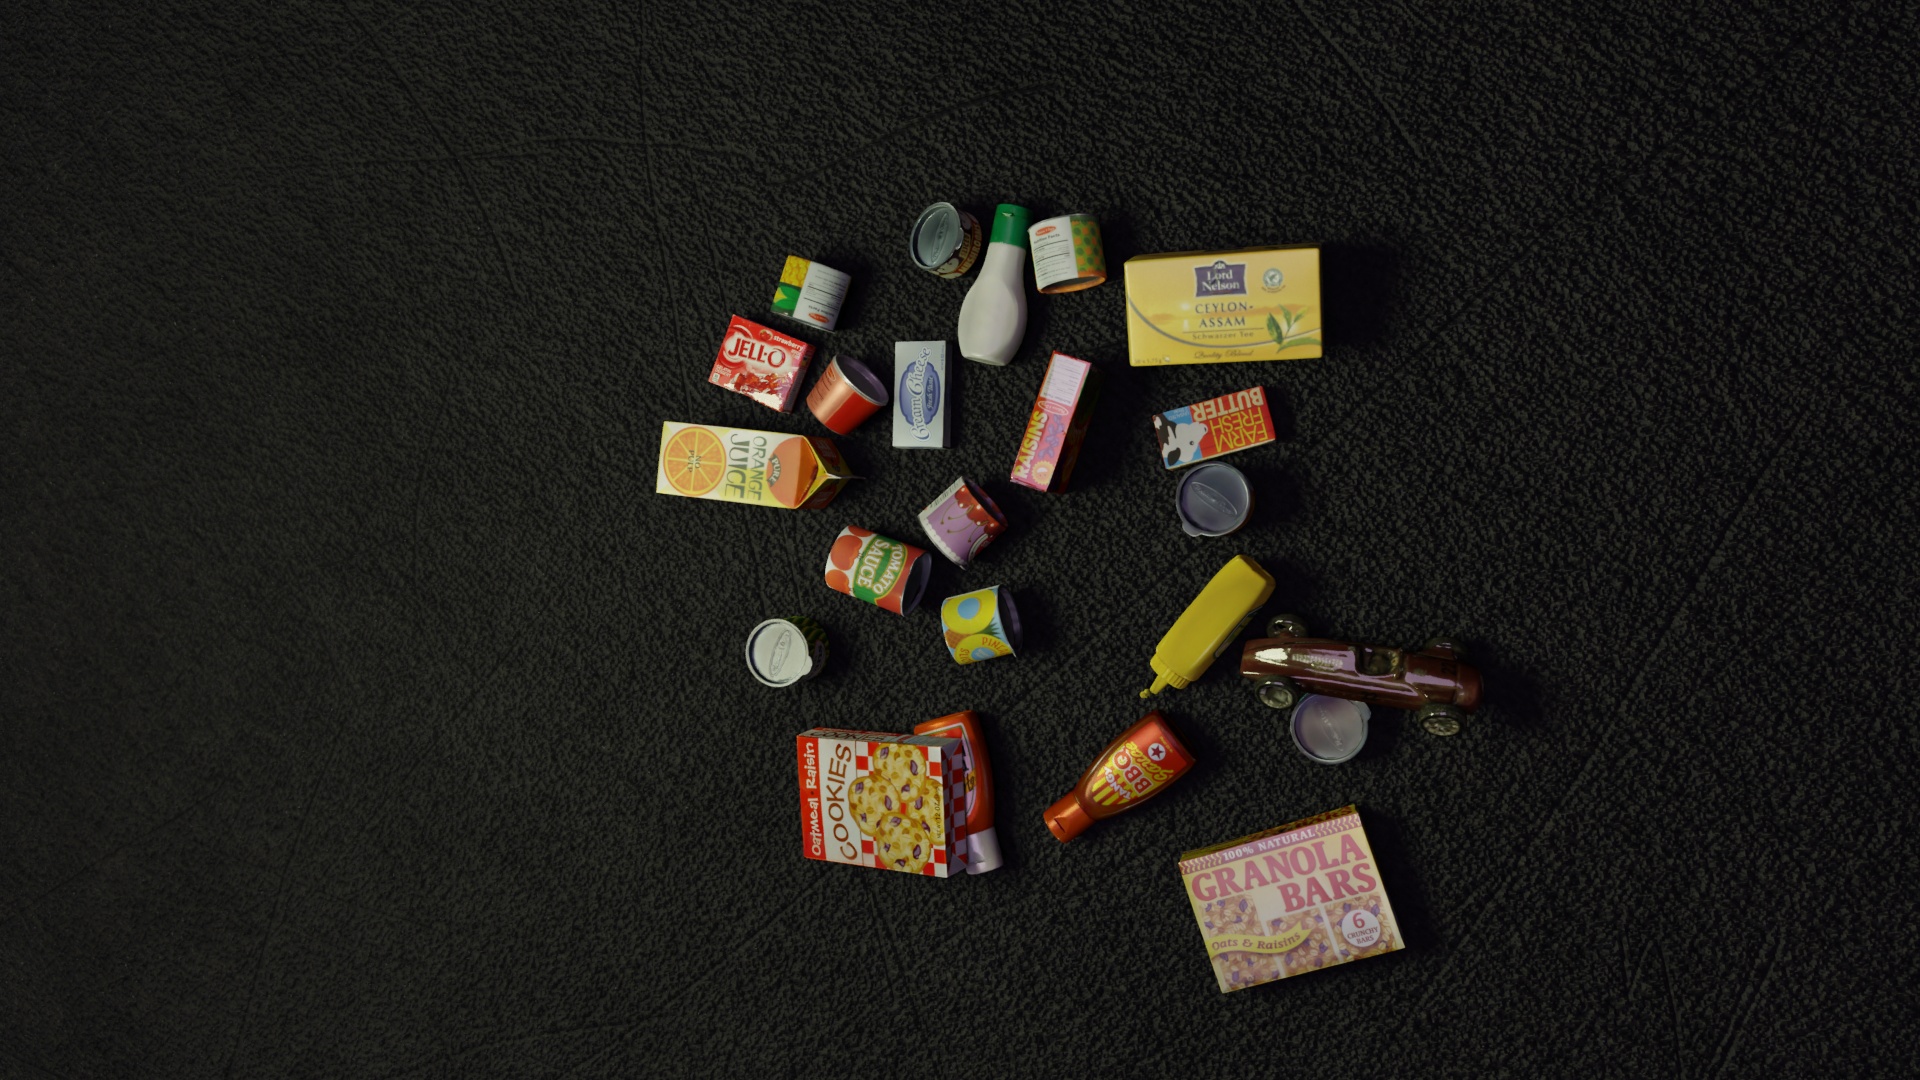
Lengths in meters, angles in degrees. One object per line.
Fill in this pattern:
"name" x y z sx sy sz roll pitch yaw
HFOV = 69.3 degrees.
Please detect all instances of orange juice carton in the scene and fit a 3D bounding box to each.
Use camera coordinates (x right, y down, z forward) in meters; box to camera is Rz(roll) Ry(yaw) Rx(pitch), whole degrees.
"orange juice carton" -0.194 -0.071 1.364 0.193 0.072 0.073 7 93 16

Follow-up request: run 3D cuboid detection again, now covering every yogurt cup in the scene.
"yogurt cup" -0.112 -0.139 1.346 0.053 0.072 0.072 -45 78 20

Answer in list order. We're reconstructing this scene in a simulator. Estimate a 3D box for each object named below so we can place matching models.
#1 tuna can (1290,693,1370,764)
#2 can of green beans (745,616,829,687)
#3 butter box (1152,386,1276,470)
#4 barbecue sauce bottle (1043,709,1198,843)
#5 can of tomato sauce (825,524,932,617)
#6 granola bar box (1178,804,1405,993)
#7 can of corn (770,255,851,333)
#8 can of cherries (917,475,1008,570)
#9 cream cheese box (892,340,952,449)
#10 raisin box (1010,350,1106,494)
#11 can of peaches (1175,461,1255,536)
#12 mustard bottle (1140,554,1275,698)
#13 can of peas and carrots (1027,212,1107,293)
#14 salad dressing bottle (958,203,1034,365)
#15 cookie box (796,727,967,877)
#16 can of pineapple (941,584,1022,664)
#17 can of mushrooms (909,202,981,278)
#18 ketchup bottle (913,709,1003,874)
"tuna can" 0.329 0.162 1.231 0.071 0.033 0.071 0 90 16
"can of green beans" -0.169 0.108 1.362 0.071 0.058 0.071 0 90 16
"butter box" 0.232 -0.102 1.265 0.103 0.024 0.053 -15 86 16
"barbecue sauce bottle" 0.144 0.222 1.279 0.148 0.044 0.065 -40 80 13
"can of tomato sauce" -0.079 0.028 1.331 0.083 0.071 0.071 20 95 16
"granola bar box" 0.294 0.319 1.237 0.165 0.039 0.124 -20 85 15
"can of corn" -0.147 -0.241 1.356 0.071 0.071 0.058 20 95 15
"can of cherries" 0.005 -0.016 1.310 0.058 0.071 0.071 -42 79 11
"cream cheese box" -0.037 -0.140 1.344 0.053 0.024 0.103 1 90 18
"raisin box" 0.090 -0.106 1.275 0.040 0.086 0.123 20 95 14
"can of peaches" 0.228 -0.035 1.249 0.071 0.058 0.071 0 91 16
"mustard bottle" 0.217 0.085 1.251 0.049 0.065 0.159 43 107 17
"can of peas and carrots" 0.101 -0.264 1.285 0.071 0.071 0.058 -9 88 16
"salad dressing bottle" 0.038 -0.241 1.313 0.064 0.044 0.147 13 92 23
"cookie box" -0.077 0.246 1.318 0.167 0.040 0.122 0 95 32
"can of pineapple" 0.020 0.081 1.303 0.058 0.071 0.071 -15 86 17
"can of mushrooms" -0.012 -0.284 1.319 0.071 0.033 0.071 -10 74 41
"ketchup bottle" 0.004 0.239 1.319 0.064 0.043 0.149 -17 85 21
